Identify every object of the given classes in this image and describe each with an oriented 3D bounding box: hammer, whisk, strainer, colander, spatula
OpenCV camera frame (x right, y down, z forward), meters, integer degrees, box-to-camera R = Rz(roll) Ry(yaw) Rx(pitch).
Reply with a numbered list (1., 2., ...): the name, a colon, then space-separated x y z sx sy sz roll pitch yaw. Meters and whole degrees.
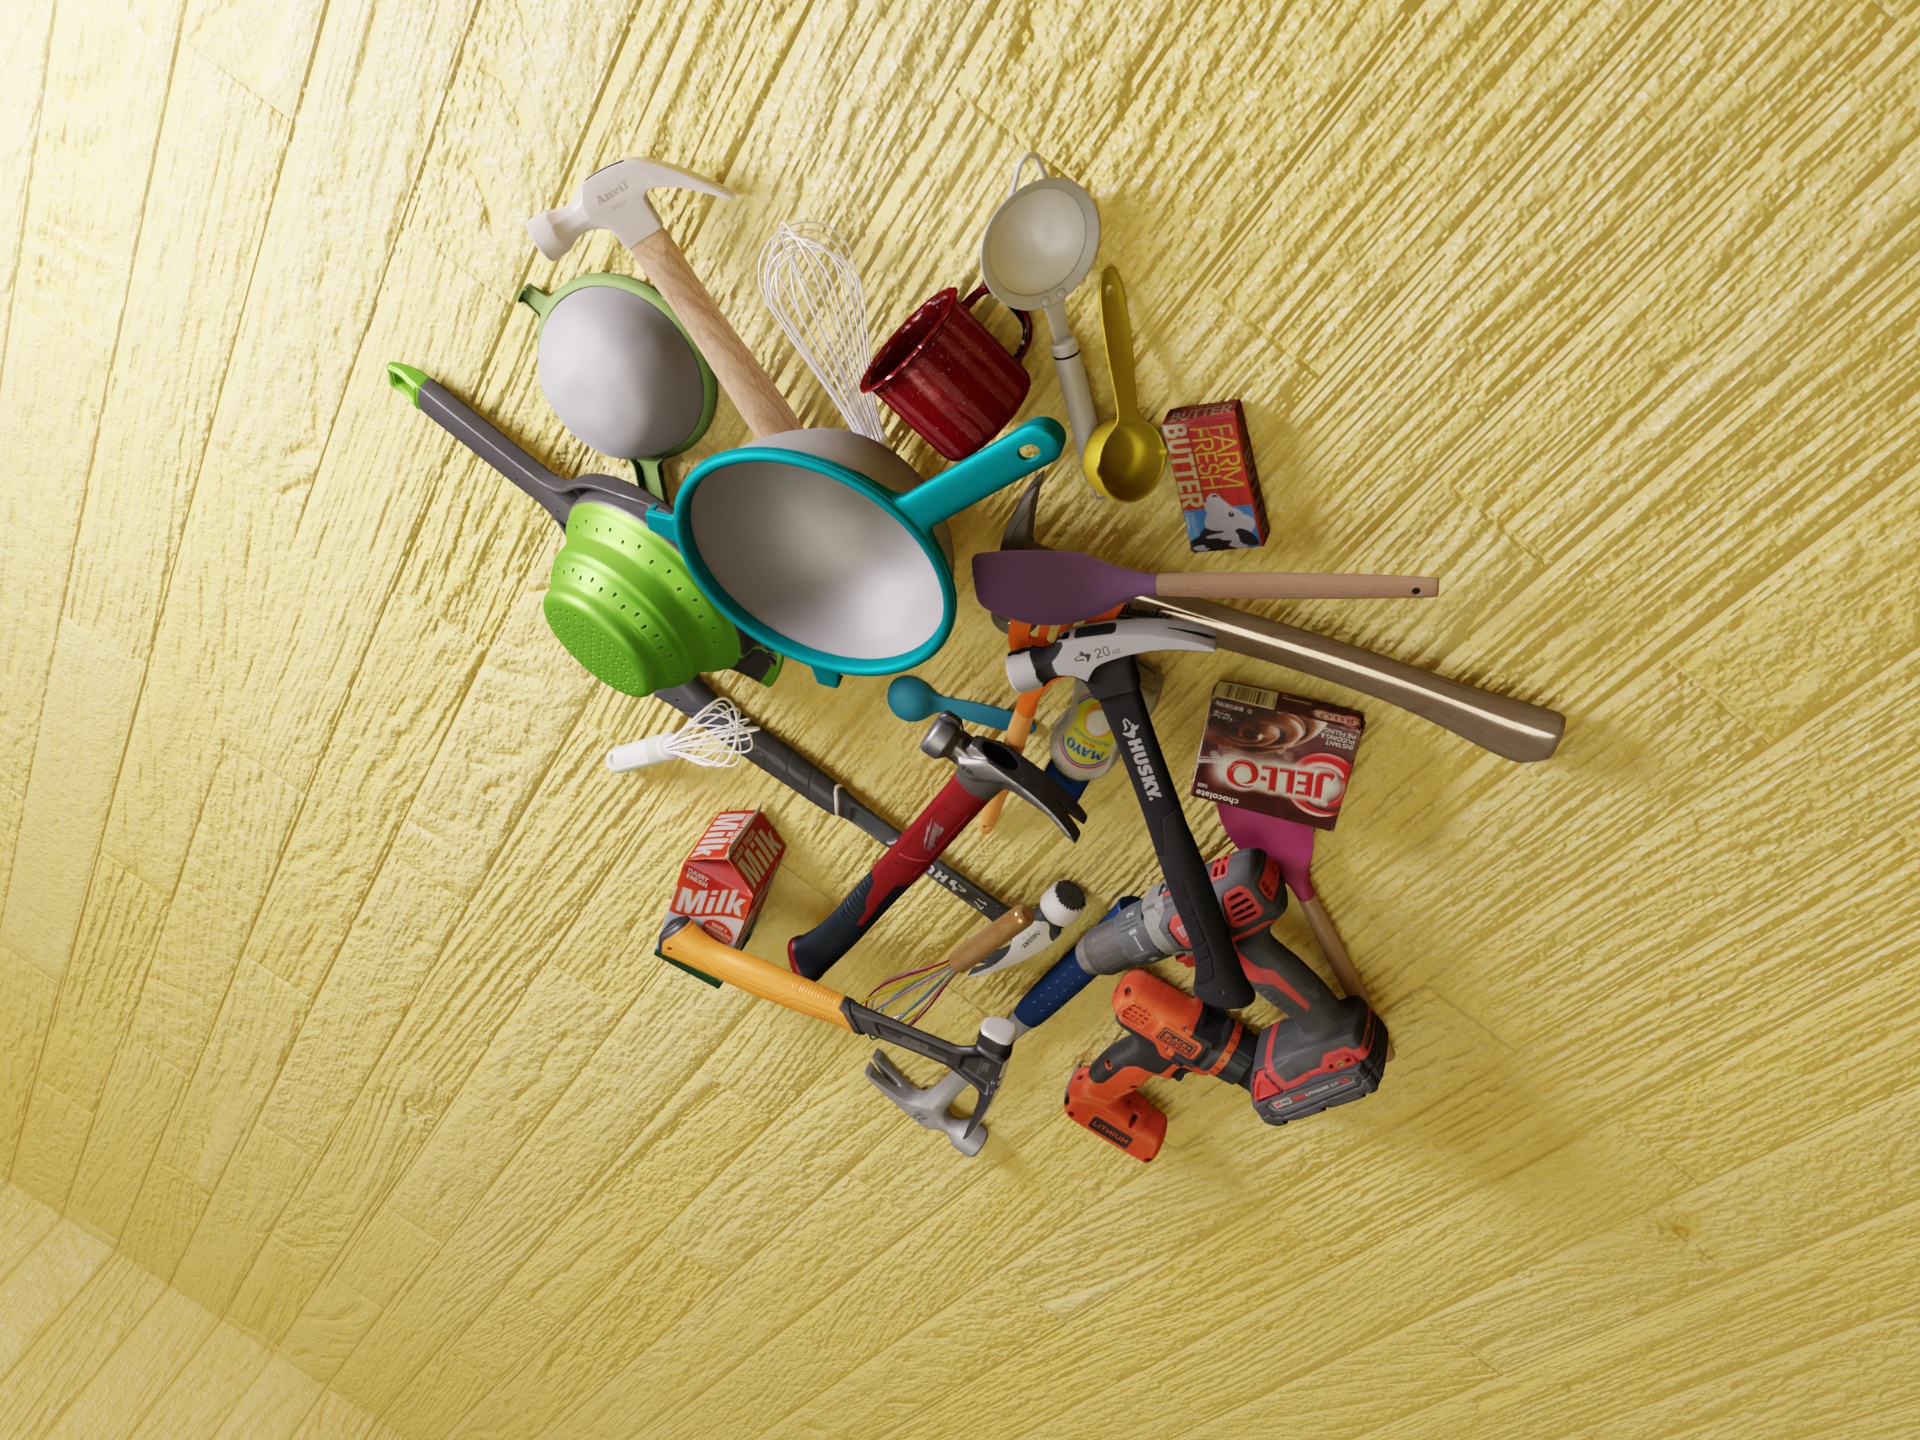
1. hammer: 0.050 0.277 1.472 0.144 0.035 0.405 35 131 -5
2. hammer: -0.043 0.139 1.356 0.143 0.038 0.386 35 136 -5
3. whisk: -0.071 -0.221 1.133 0.070 0.070 0.284 -4 128 26
4. whisk: -0.018 0.224 1.414 0.047 0.051 0.245 45 129 -5
5. hammer: 0.158 0.076 1.170 0.146 0.035 0.334 -15 114 18
6. strainer: -0.257 -0.207 1.213 0.151 0.069 0.256 7 126 19
7. whisk: -0.246 0.022 1.364 0.246 0.059 0.058 -13 85 53
8. hammer: -0.119 0.262 1.432 0.337 0.034 0.127 22 122 9
9. strainer: 0.065 -0.255 1.055 0.087 0.050 0.258 -27 127 -11
10. colander: -0.320 -0.136 1.247 0.397 0.094 0.204 38 155 4
11. strainer: -0.046 -0.152 1.080 0.340 0.095 0.210 -22 124 44
12. hammer: 0.223 -0.060 1.122 0.410 0.038 0.146 18 145 7
13. hammer: -0.156 -0.250 1.140 0.130 0.031 0.331 -30 119 9
14. spatula: 0.159 -0.090 1.075 0.316 0.018 0.059 2 123 20
15. spatula: 0.049 -0.002 1.231 0.081 0.041 0.322 19 145 2
16. hammer: -0.092 0.083 1.387 0.409 0.036 0.149 35 132 -4

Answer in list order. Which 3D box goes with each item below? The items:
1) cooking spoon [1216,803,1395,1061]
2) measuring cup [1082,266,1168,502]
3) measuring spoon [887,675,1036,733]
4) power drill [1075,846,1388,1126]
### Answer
1. cooking spoon: 0.290 0.161 1.289 0.069 0.017 0.318 -17 116 27
2. measuring cup: 0.102 -0.224 1.067 0.029 0.062 0.156 23 128 55
3. measuring spoon: -0.002 -0.004 1.287 0.128 0.021 0.042 14 130 15
4. power drill: 0.221 0.220 1.296 0.188 0.080 0.226 -30 106 32
